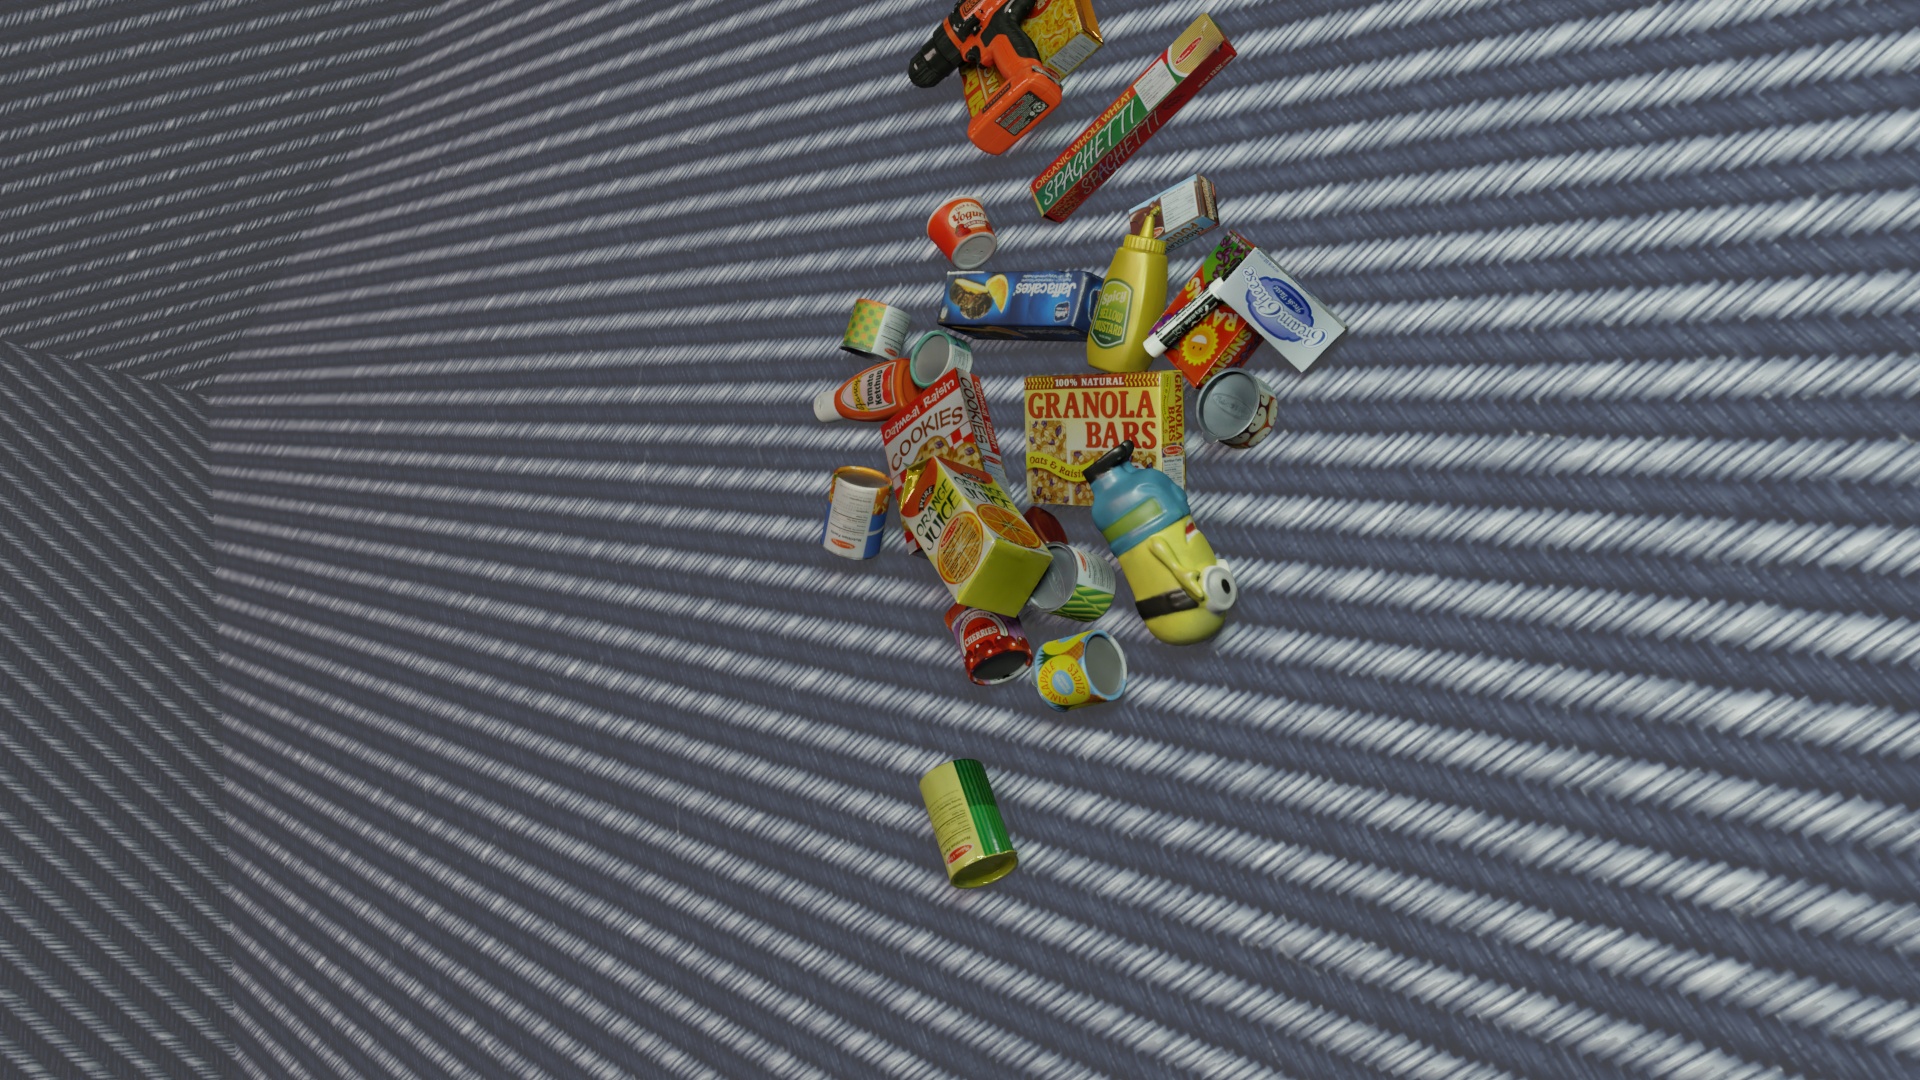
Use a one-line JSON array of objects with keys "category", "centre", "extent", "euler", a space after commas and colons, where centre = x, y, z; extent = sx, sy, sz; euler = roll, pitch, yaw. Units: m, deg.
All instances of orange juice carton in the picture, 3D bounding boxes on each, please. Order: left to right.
[{"category": "orange juice carton", "centre": [0.005, -0.017, 1.322], "extent": [0.072, 0.072, 0.193], "euler": [-59, 38, 20]}]

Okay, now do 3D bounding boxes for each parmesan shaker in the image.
[{"category": "parmesan shaker", "centre": [0.009, 0.264, 1.304], "extent": [0.071, 0.071, 0.103], "euler": [-42, 50, 28]}]

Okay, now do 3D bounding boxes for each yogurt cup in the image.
[{"category": "yogurt cup", "centre": [0.004, -0.332, 1.507], "extent": [0.072, 0.072, 0.054], "euler": [-44, 58, 26]}]

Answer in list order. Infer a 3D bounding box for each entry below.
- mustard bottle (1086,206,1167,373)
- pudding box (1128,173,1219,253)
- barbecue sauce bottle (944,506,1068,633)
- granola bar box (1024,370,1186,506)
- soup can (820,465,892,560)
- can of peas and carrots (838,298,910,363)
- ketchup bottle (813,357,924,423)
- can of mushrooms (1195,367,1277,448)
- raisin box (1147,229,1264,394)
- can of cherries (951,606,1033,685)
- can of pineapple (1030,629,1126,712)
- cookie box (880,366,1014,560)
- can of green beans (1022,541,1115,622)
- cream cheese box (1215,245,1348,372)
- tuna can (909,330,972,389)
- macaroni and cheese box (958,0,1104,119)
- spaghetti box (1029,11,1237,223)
[{"category": "mustard bottle", "centre": [0.163, -0.235, 1.307], "extent": [0.065, 0.049, 0.159], "euler": [23, 106, 47]}, {"category": "pudding box", "centre": [0.203, -0.308, 1.323], "extent": [0.083, 0.030, 0.050], "euler": [-22, 63, 39]}, {"category": "barbecue sauce bottle", "centre": [0.042, 0.037, 1.361], "extent": [0.148, 0.043, 0.065], "euler": [-48, 35, 24]}, {"category": "granola bar box", "centre": [0.133, -0.094, 1.292], "extent": [0.165, 0.039, 0.124], "euler": [5, 99, 46]}, {"category": "soup can", "centre": [-0.112, -0.032, 1.508], "extent": [0.071, 0.071, 0.083], "euler": [37, 122, 45]}, {"category": "can of peas and carrots", "centre": [-0.097, -0.236, 1.574], "extent": [0.071, 0.071, 0.058], "euler": [17, 89, 47]}, {"category": "ketchup bottle", "centre": [-0.105, -0.163, 1.575], "extent": [0.148, 0.043, 0.065], "euler": [-9, 76, 44]}, {"category": "can of mushrooms", "centre": [0.241, -0.113, 1.219], "extent": [0.071, 0.033, 0.071], "euler": [-16, 67, 41]}, {"category": "raisin box", "centre": [0.237, -0.204, 1.249], "extent": [0.123, 0.040, 0.086], "euler": [-52, 48, 21]}, {"category": "can of cherries", "centre": [0.029, 0.098, 1.334], "extent": [0.071, 0.071, 0.058], "euler": [-40, 52, 29]}, {"category": "can of pineapple", "centre": [0.107, 0.118, 1.251], "extent": [0.057, 0.071, 0.071], "euler": [-20, 64, 40]}, {"category": "cookie box", "centre": [-0.017, -0.081, 1.462], "extent": [0.122, 0.040, 0.168], "euler": [-35, 55, 33]}, {"category": "can of green beans", "centre": [0.101, 0.039, 1.290], "extent": [0.071, 0.058, 0.071], "euler": [-16, 66, 41]}, {"category": "cream cheese box", "centre": [0.273, -0.196, 1.182], "extent": [0.104, 0.024, 0.053], "euler": [44, 114, 5]}, {"category": "tuna can", "centre": [-0.023, -0.194, 1.510], "extent": [0.071, 0.033, 0.071], "euler": [-16, 66, 41]}, {"category": "macaroni and cheese box", "centre": [0.070, -0.544, 1.526], "extent": [0.166, 0.040, 0.124], "euler": [-32, 56, 34]}, {"category": "spaghetti box", "centre": [0.168, -0.420, 1.395], "extent": [0.249, 0.029, 0.050], "euler": [-40, 52, 29]}]
